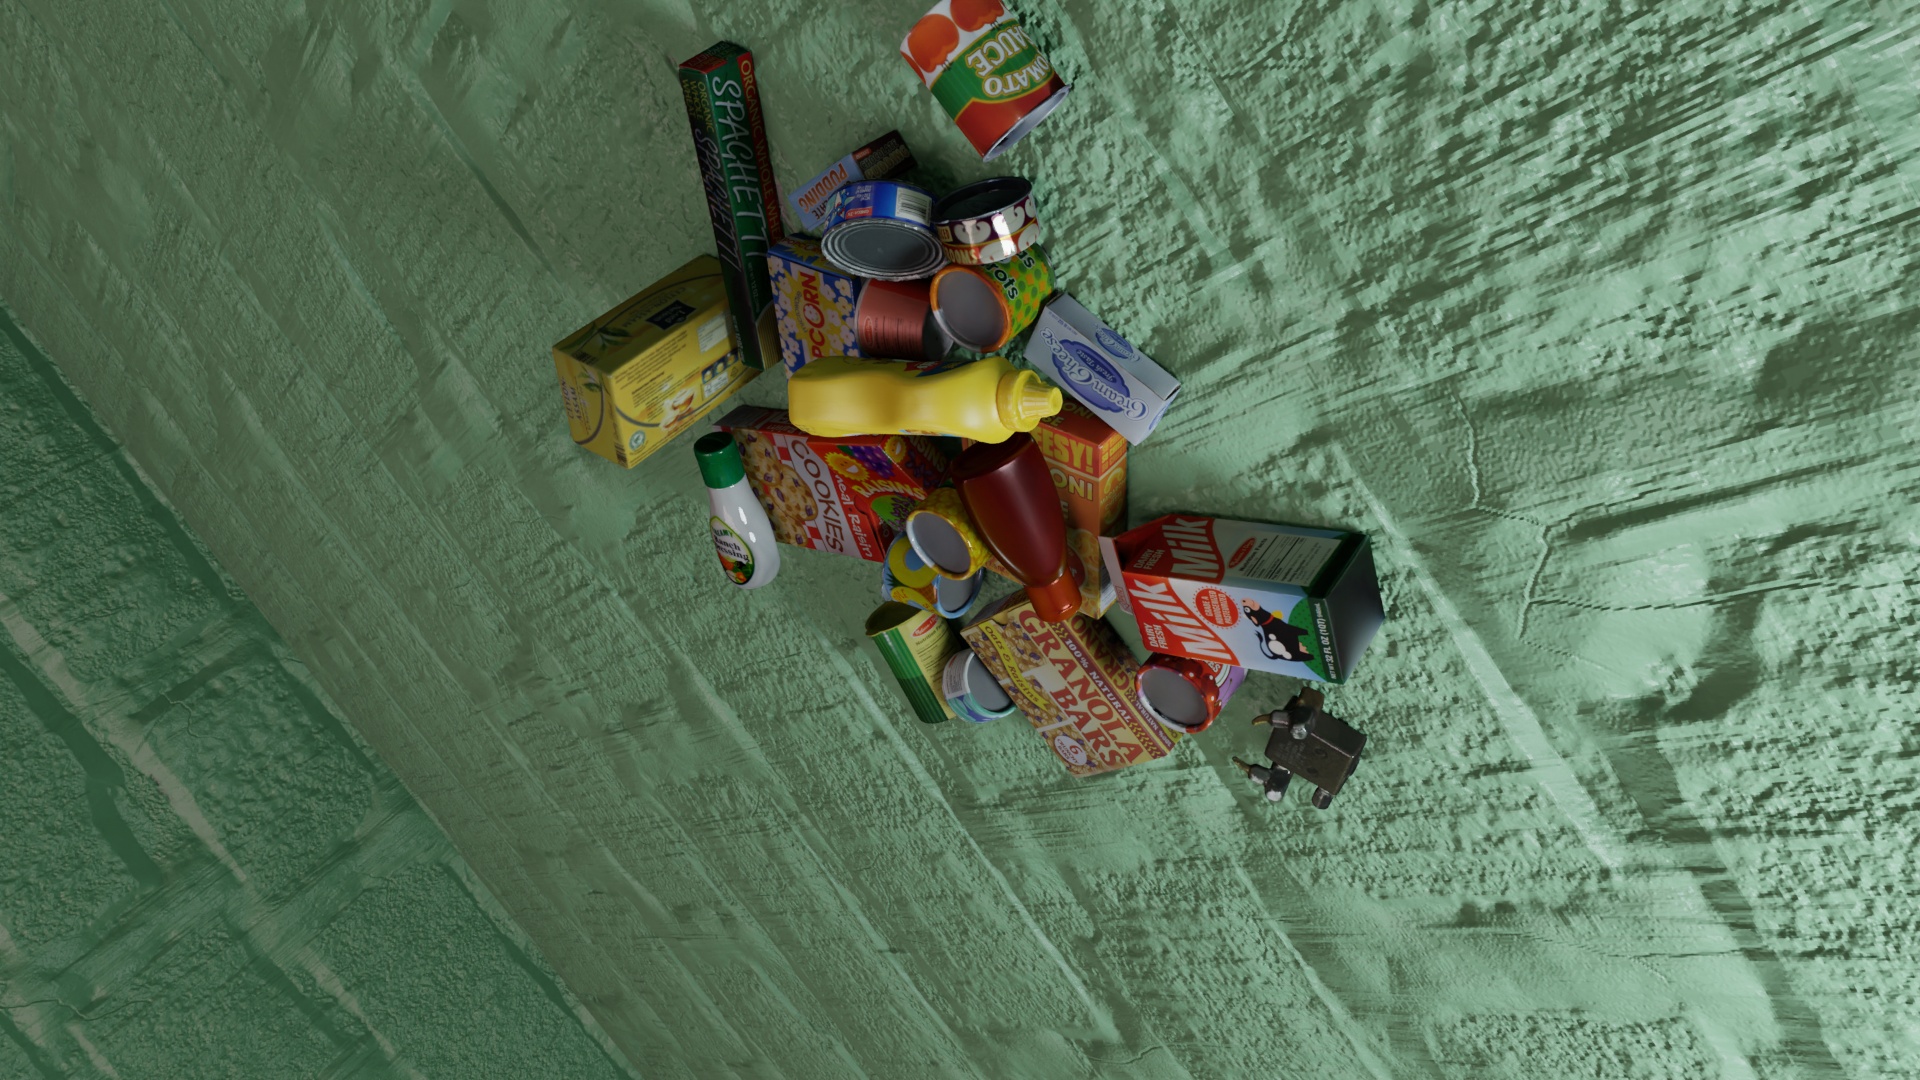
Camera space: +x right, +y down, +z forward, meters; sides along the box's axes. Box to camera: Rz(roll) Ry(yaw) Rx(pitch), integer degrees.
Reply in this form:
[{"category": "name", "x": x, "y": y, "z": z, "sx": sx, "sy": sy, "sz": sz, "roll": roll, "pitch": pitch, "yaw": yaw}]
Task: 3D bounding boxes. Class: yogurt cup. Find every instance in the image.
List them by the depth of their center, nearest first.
[{"category": "yogurt cup", "x": -0.037, "y": -0.159, "z": 0.995, "sx": 0.054, "sy": 0.073, "sz": 0.072, "roll": 16, "pitch": 134, "yaw": 24}]

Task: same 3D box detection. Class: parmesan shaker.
[{"category": "parmesan shaker", "x": -0.033, "y": 0.104, "z": 1.227, "sx": 0.071, "sy": 0.072, "sz": 0.102, "roll": -5, "pitch": 119, "yaw": 47}]

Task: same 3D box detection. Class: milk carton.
[{"category": "milk carton", "x": 0.180, "y": 0.034, "z": 0.943, "sx": 0.190, "sy": 0.074, "sz": 0.072, "roll": 8, "pitch": 130, "yaw": 39}]

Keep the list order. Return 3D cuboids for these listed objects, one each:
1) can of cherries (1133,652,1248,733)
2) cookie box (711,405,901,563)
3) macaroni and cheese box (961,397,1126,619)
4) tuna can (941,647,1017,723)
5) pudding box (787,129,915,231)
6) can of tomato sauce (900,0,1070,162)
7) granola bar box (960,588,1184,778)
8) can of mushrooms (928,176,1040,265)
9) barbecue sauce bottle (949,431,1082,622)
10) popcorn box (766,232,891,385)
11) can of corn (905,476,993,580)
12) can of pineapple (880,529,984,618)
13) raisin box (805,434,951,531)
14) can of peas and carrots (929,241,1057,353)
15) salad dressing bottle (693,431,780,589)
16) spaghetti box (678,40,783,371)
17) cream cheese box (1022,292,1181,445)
[{"category": "can of cherries", "x": 0.171, "y": 0.098, "z": 1.027, "sx": 0.071, "sy": 0.059, "sz": 0.071, "roll": 27, "pitch": 140, "yaw": 26}, {"category": "cookie box", "x": -0.130, "y": -0.050, "z": 1.208, "sx": 0.167, "sy": 0.040, "sz": 0.122, "roll": 10, "pitch": 130, "yaw": 40}, {"category": "macaroni and cheese box", "x": 0.062, "y": -0.034, "z": 1.031, "sx": 0.124, "sy": 0.040, "sz": 0.165, "roll": 25, "pitch": 139, "yaw": 29}, {"category": "tuna can", "x": 0.022, "y": 0.124, "z": 1.196, "sx": 0.071, "sy": 0.071, "sz": 0.032, "roll": 54, "pitch": 142, "yaw": -9}, {"category": "pudding box", "x": -0.076, "y": -0.249, "z": 0.963, "sx": 0.083, "sy": 0.050, "sz": 0.030, "roll": -15, "pitch": 110, "yaw": 50}, {"category": "can of tomato sauce", "x": 0.015, "y": -0.281, "z": 0.827, "sx": 0.083, "sy": 0.071, "sz": 0.071, "roll": 51, "pitch": 143, "yaw": -4}, {"category": "granola bar box", "x": 0.091, "y": 0.114, "z": 1.139, "sx": 0.165, "sy": 0.039, "sz": 0.123, "roll": 52, "pitch": 143, "yaw": -7}, {"category": "can of mushrooms", "x": 0.015, "y": -0.205, "z": 0.894, "sx": 0.071, "sy": 0.071, "sz": 0.033, "roll": 13, "pitch": 133, "yaw": 38}, {"category": "barbecue sauce bottle", "x": 0.047, "y": -0.006, "z": 0.986, "sx": 0.148, "sy": 0.065, "sz": 0.044, "roll": 64, "pitch": 173, "yaw": -33}, {"category": "popcorn box", "x": -0.099, "y": -0.166, "z": 1.072, "sx": 0.085, "sy": 0.038, "sz": 0.126, "roll": 22, "pitch": 137, "yaw": 28}, {"category": "can of corn", "x": 0.004, "y": -0.013, "z": 1.024, "sx": 0.071, "sy": 0.058, "sz": 0.070, "roll": 29, "pitch": 141, "yaw": 26}, {"category": "can of pineapple", "x": -0.023, "y": 0.028, "z": 1.148, "sx": 0.058, "sy": 0.071, "sz": 0.070, "roll": 17, "pitch": 134, "yaw": 35}, {"category": "raisin box", "x": -0.050, "y": -0.055, "z": 1.089, "sx": 0.086, "sy": 0.040, "sz": 0.123, "roll": 6, "pitch": 151, "yaw": 43}, {"category": "can of peas and carrots", "x": 0.022, "y": -0.169, "z": 0.930, "sx": 0.071, "sy": 0.059, "sz": 0.070, "roll": 26, "pitch": 139, "yaw": 25}, {"category": "salad dressing bottle", "x": -0.200, "y": -0.026, "z": 1.230, "sx": 0.064, "sy": 0.044, "sz": 0.147, "roll": 20, "pitch": 136, "yaw": 36}, {"category": "spaghetti box", "x": -0.164, "y": -0.246, "z": 1.053, "sx": 0.029, "sy": 0.050, "sz": 0.248, "roll": 20, "pitch": 136, "yaw": 29}, {"category": "cream cheese box", "x": 0.094, "y": -0.115, "z": 0.936, "sx": 0.104, "sy": 0.024, "sz": 0.053, "roll": 40, "pitch": 144, "yaw": 10}]
